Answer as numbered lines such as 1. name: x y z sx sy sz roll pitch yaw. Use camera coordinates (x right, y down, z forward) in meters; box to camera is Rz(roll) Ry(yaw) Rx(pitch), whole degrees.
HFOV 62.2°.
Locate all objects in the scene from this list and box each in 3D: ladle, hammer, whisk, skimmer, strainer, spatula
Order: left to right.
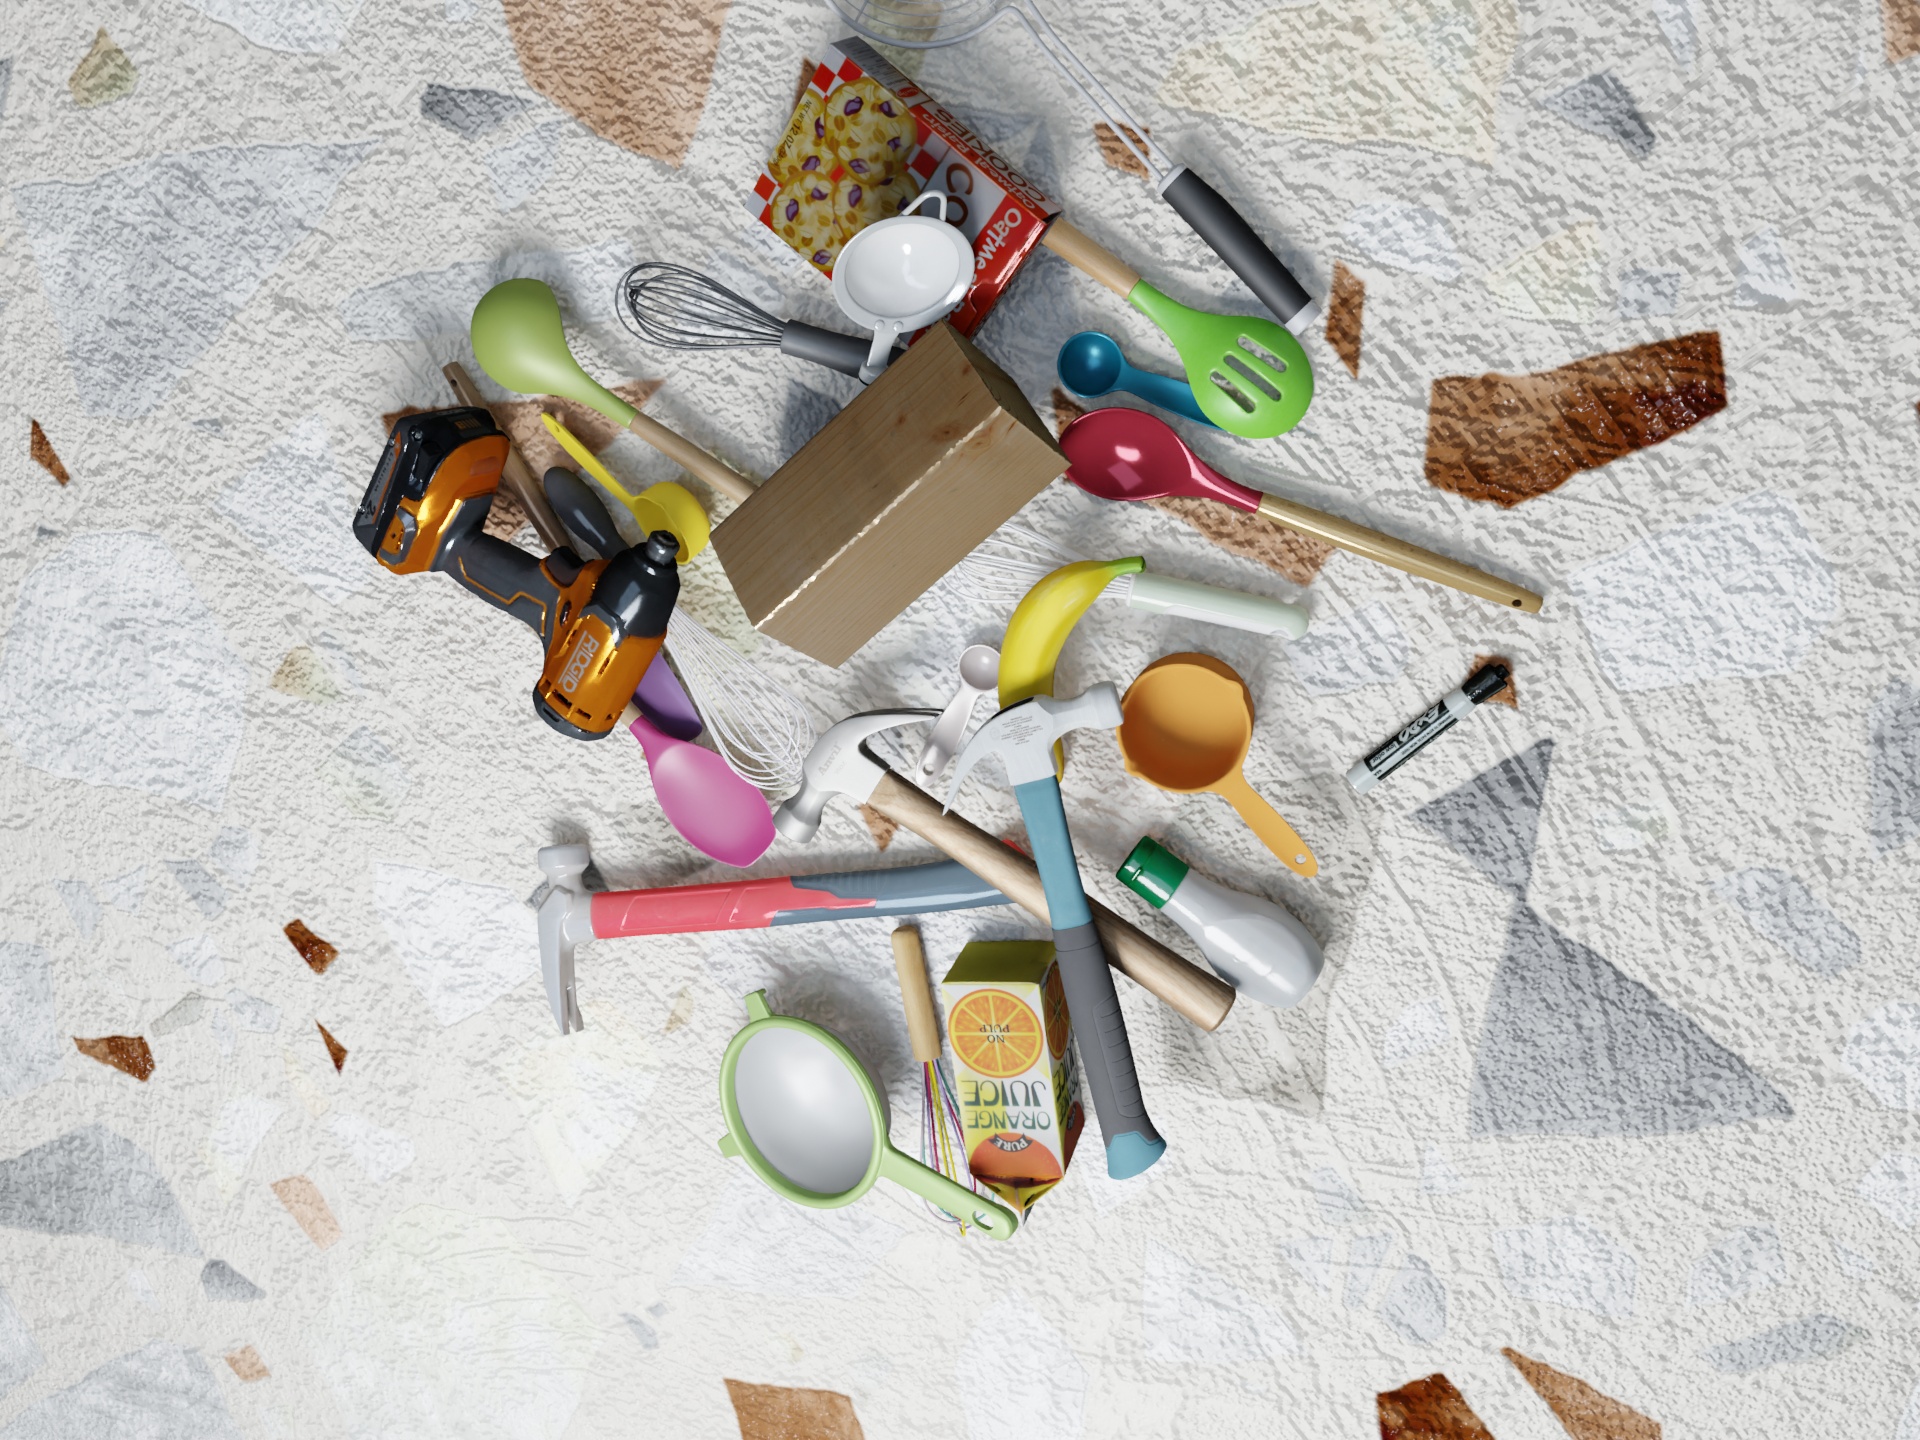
1. spatula: -0.285 -0.116 1.148 0.060 0.018 0.316 -26 99 27
2. ladle: -0.197 -0.195 1.092 0.320 0.062 0.078 33 118 -4
3. whisk: -0.202 -0.067 1.121 0.070 0.070 0.284 -40 89 23
4. hammer: -0.128 0.147 1.159 0.386 0.038 0.143 -6 86 15
5. whisk: -0.114 -0.249 1.044 0.239 0.055 0.055 17 111 5
6. strainer: -0.054 -0.226 0.998 0.086 0.050 0.258 1 136 -21
7. strainer: -0.059 0.300 1.166 0.256 0.069 0.151 23 114 24
8. whisk: -0.018 0.270 1.180 0.051 0.047 0.245 -7 102 19
9. hammer: 0.041 0.104 1.076 0.331 0.031 0.130 33 105 2
10. skimmer: 0.068 -0.351 0.936 0.363 0.090 0.127 46 145 -4
11. hammer: 0.078 0.146 1.045 0.128 0.033 0.331 -13 99 11
12. whisk: 0.104 -0.087 1.033 0.246 0.057 0.059 13 80 7
13. ladle: 0.212 -0.128 0.998 0.315 0.031 0.069 21 134 6

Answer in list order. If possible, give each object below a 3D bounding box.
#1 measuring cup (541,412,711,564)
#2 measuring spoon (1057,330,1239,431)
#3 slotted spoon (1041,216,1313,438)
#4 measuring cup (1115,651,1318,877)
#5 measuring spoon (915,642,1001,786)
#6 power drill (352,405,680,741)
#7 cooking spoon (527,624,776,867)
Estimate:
1. measuring cup: -0.232 -0.171 1.110 0.156 0.029 0.062 43 154 14
2. measuring spoon: 0.122 -0.208 1.008 0.128 0.021 0.042 21 91 -1
3. slotted spoon: 0.086 -0.281 0.987 0.314 0.031 0.070 37 101 4
4. measuring cup: 0.177 0.030 1.045 0.095 0.052 0.173 -40 95 23
5. measuring spoon: -0.002 -0.004 1.108 0.034 0.018 0.124 31 119 5
6. power drill: -0.292 -0.114 1.084 0.226 0.084 0.164 41 119 8
7. cooking spoon: -0.253 -0.018 1.154 0.319 0.017 0.068 45 105 4
